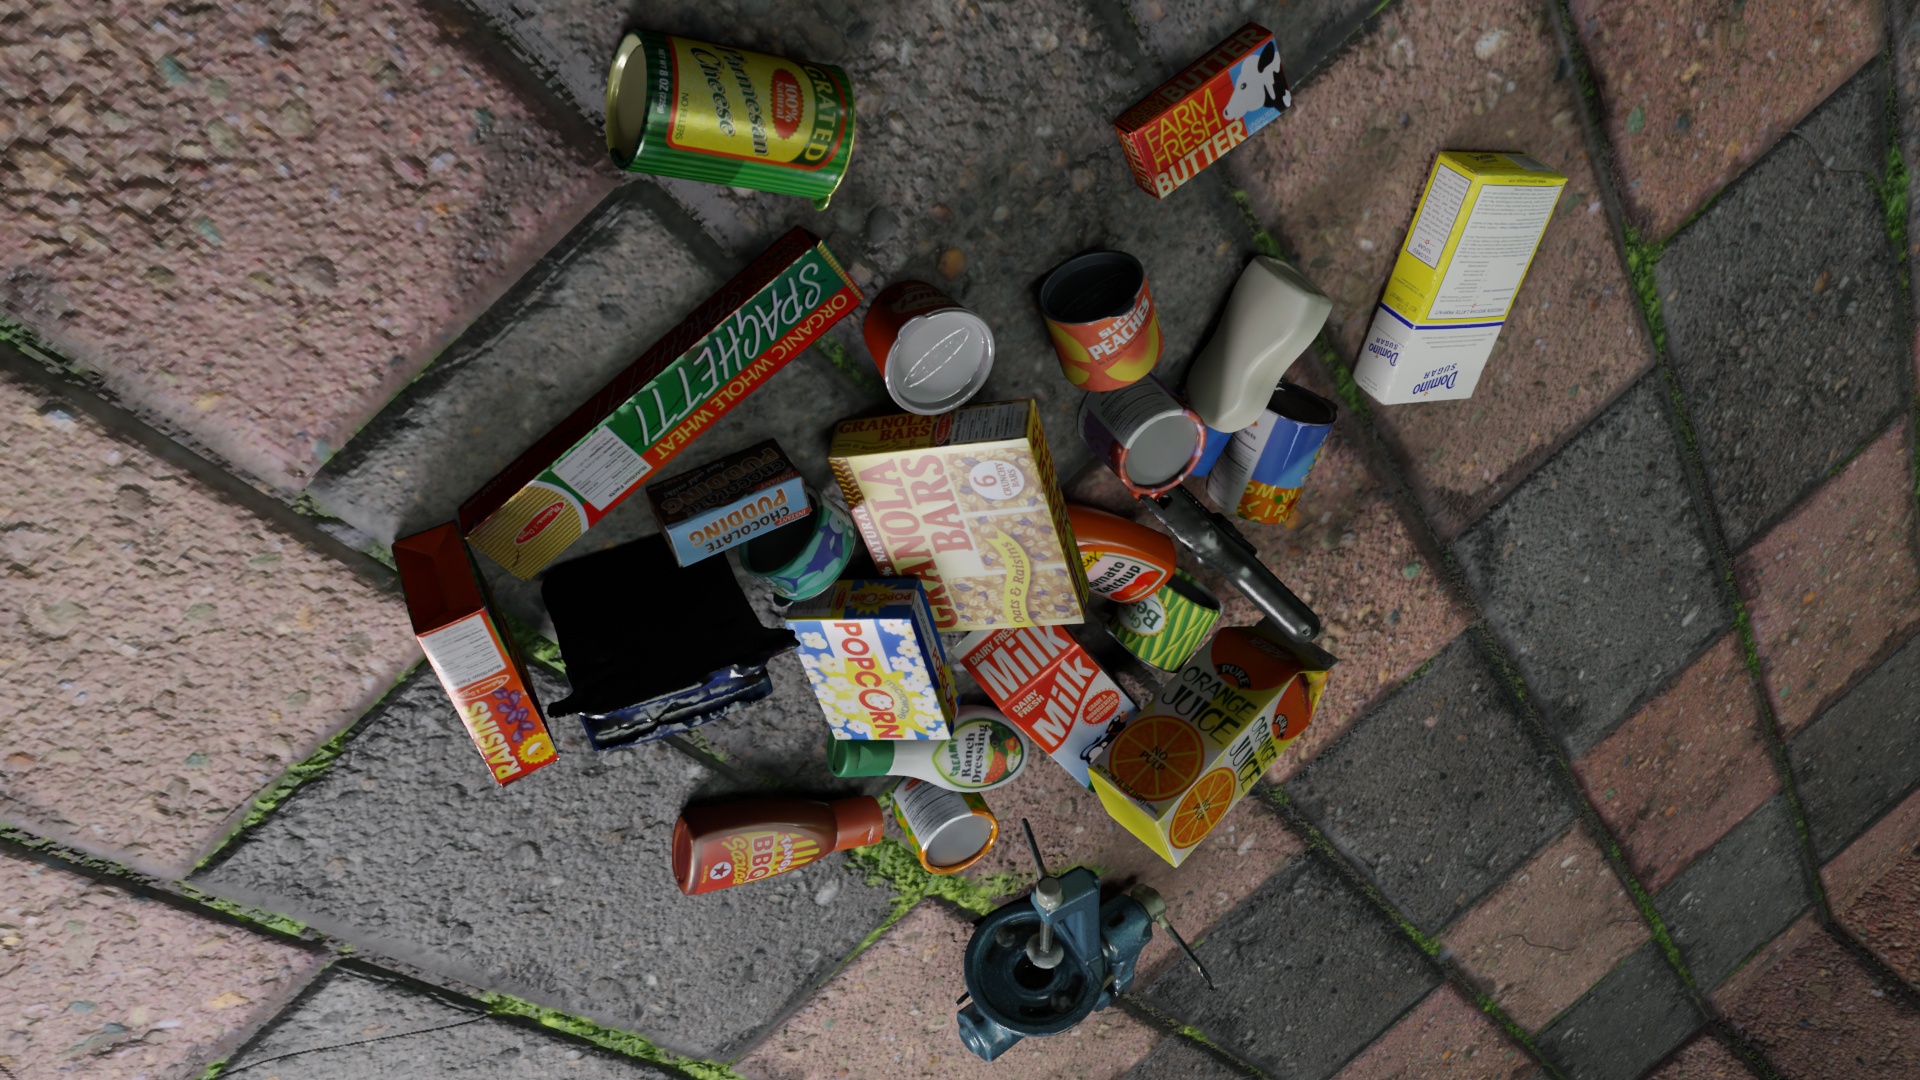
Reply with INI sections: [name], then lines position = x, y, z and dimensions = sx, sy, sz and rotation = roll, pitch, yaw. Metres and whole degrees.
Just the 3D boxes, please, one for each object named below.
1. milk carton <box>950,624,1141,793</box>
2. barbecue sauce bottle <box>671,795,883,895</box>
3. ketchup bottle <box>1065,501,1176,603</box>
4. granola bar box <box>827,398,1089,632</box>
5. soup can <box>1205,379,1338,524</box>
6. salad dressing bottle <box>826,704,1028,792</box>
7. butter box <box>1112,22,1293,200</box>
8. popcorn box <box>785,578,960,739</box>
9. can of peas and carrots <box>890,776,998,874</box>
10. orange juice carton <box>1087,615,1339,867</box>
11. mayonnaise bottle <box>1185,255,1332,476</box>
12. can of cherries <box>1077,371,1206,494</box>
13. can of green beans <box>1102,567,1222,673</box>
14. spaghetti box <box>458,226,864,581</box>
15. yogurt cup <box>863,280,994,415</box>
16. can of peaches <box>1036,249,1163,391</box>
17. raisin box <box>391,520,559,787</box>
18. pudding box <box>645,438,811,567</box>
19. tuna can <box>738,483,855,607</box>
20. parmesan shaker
[milk carton]
position = 0.065, 0.102, 1.008
dimensions = 0.072, 0.074, 0.190
rotation = -41, 134, 3
[barbecue sauce bottle]
position = -0.129, 0.212, 0.997
dimensions = 0.149, 0.044, 0.064
rotation = -5, 125, -29
[ketchup bottle]
position = 0.076, 0.001, 0.952
dimensions = 0.149, 0.044, 0.064
rotation = 20, 140, -34
[granola bar box]
position = 0.003, -0.011, 0.867
dimensions = 0.124, 0.039, 0.164
rotation = -5, 135, 16
[soup can]
position = 0.220, -0.063, 0.978
dimensions = 0.071, 0.071, 0.083
rotation = -3, 126, -30
[salad dressing bottle]
position = -0.023, 0.152, 1.012
dimensions = 0.148, 0.044, 0.064
rotation = 3, 97, -29
[butter box]
position = 0.144, -0.251, 0.815
dimensions = 0.103, 0.024, 0.053
rotation = -36, 135, -2
[popcorn box]
position = -0.056, 0.080, 0.915
dimensions = 0.085, 0.038, 0.126
rotation = -3, 135, 14
[can of peas and carrots]
position = -0.011, 0.212, 1.058
dimensions = 0.071, 0.059, 0.070
rotation = -16, 131, -19
[orange juice carton]
position = 0.189, 0.136, 1.017
dimensions = 0.193, 0.072, 0.072
rotation = -43, 139, -15
[mayonnaise bottle]
position = 0.185, -0.112, 0.925
dimensions = 0.041, 0.065, 0.147
rotation = 4, 126, -38
[can of cherries]
position = 0.121, -0.071, 0.918
dimensions = 0.072, 0.058, 0.071
rotation = -16, 130, -20
[can of green beans]
position = 0.152, 0.056, 1.030
dimensions = 0.071, 0.071, 0.057
rotation = 17, 114, -39
[spaghetti box]
position = -0.163, -0.075, 0.763
dimensions = 0.250, 0.029, 0.050
rotation = -40, 135, 2
[yogurt cup]
position = -0.021, -0.114, 0.801
dimensions = 0.072, 0.054, 0.072
rotation = -16, 131, -20
[can of peaches]
position = 0.087, -0.132, 0.841
dimensions = 0.071, 0.071, 0.057
rotation = -32, 135, -6
[raisin box]
position = -0.268, 0.064, 0.768
dimensions = 0.040, 0.086, 0.122
rotation = -24, 133, -15
[pudding box]
position = -0.135, -0.022, 0.807
dimensions = 0.084, 0.050, 0.030
rotation = -23, 131, -14
[tuna can]
position = -0.100, 0.003, 0.835
dimensions = 0.071, 0.071, 0.032
rotation = -44, 133, 6
[parmesan shaker]
position = -0.111, -0.201, 0.668
dimensions = 0.103, 0.071, 0.071
rotation = 0, 124, -31
